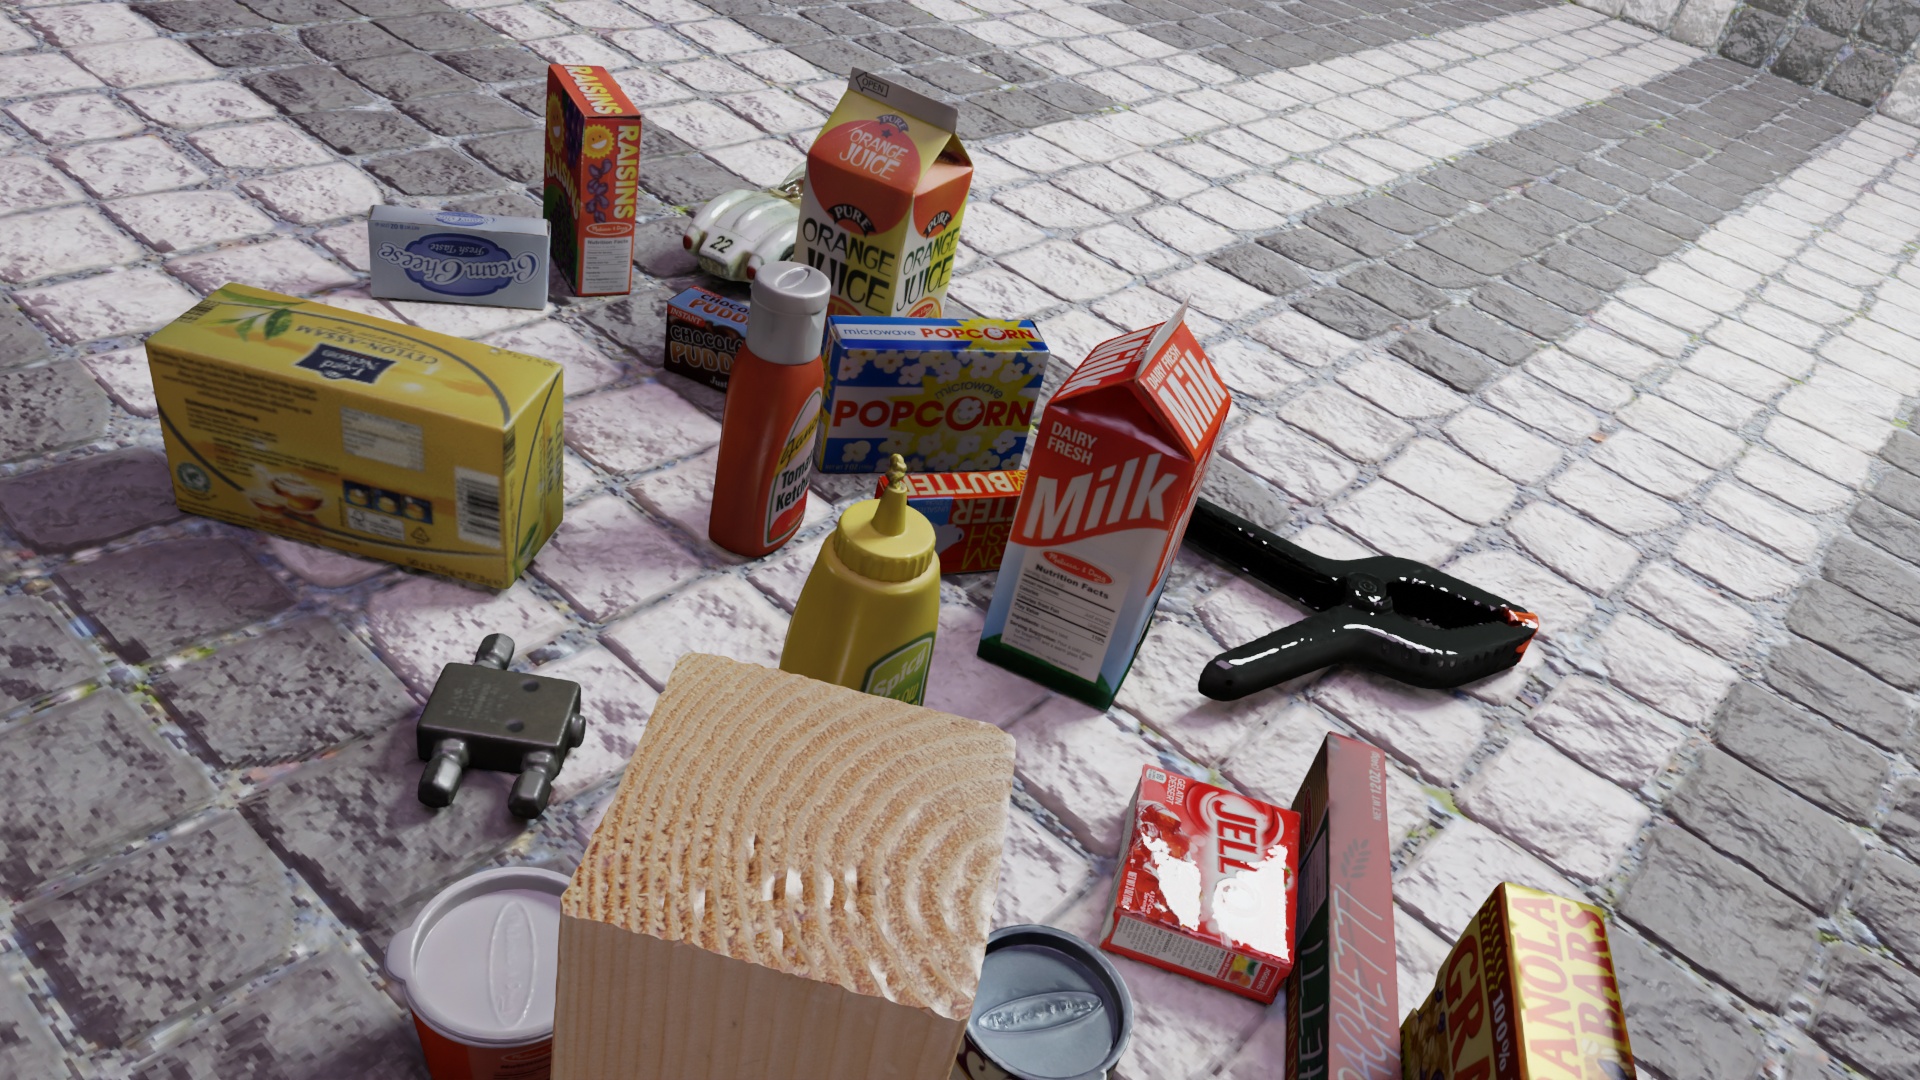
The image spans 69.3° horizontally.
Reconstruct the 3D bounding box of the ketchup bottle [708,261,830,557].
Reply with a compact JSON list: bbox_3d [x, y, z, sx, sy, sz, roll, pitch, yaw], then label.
[{"bbox_3d":[-0.094,-0.066,0.696,0.043,0.148,0.065,22,36,11],"label":"ketchup bottle"}]

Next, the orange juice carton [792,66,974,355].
[{"bbox_3d":[-0.049,-0.176,0.823,0.072,0.191,0.073,27,37,17],"label":"orange juice carton"}]

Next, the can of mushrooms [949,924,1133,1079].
[{"bbox_3d":[0.028,0.178,0.504,0.071,0.033,0.071,9,36,-7],"label":"can of mushrooms"}]

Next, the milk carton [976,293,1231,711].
[{"bbox_3d":[0.071,-0.021,0.655,0.073,0.189,0.073,23,36,12],"label":"milk carton"}]

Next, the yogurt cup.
[{"bbox_3d":[-0.150,0.152,0.463,0.072,0.053,0.073,9,36,-7],"label":"yogurt cup"}]

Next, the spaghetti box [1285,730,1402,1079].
[{"bbox_3d":[0.145,0.175,0.533,0.029,0.049,0.251,16,36,3],"label":"spaghetti box"}]

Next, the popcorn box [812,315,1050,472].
[{"bbox_3d":[-0.019,-0.084,0.800,0.127,0.084,0.038,-2,38,-21],"label":"popcorn box"}]

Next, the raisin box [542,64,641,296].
[{"bbox_3d":[-0.238,-0.232,0.895,0.040,0.122,0.086,-8,41,-28],"label":"raisin box"}]

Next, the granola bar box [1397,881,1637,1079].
[{"bbox_3d":[0.166,0.209,0.430,0.039,0.123,0.166,16,36,4],"label":"granola bar box"}]

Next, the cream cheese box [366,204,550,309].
[{"bbox_3d":[-0.306,-0.173,0.852,0.104,0.053,0.024,1,37,-17],"label":"cream cheese box"}]

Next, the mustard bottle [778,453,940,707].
[{"bbox_3d":[-0.039,0.034,0.569,0.049,0.159,0.065,35,41,27],"label":"mustard bottle"}]

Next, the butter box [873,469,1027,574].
[{"bbox_3d":[0.003,-0.009,0.734,0.104,0.052,0.024,-4,39,-23],"label":"butter box"}]

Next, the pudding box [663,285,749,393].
[{"bbox_3d":[-0.135,-0.115,0.834,0.084,0.049,0.030,23,36,13],"label":"pudding box"}]
